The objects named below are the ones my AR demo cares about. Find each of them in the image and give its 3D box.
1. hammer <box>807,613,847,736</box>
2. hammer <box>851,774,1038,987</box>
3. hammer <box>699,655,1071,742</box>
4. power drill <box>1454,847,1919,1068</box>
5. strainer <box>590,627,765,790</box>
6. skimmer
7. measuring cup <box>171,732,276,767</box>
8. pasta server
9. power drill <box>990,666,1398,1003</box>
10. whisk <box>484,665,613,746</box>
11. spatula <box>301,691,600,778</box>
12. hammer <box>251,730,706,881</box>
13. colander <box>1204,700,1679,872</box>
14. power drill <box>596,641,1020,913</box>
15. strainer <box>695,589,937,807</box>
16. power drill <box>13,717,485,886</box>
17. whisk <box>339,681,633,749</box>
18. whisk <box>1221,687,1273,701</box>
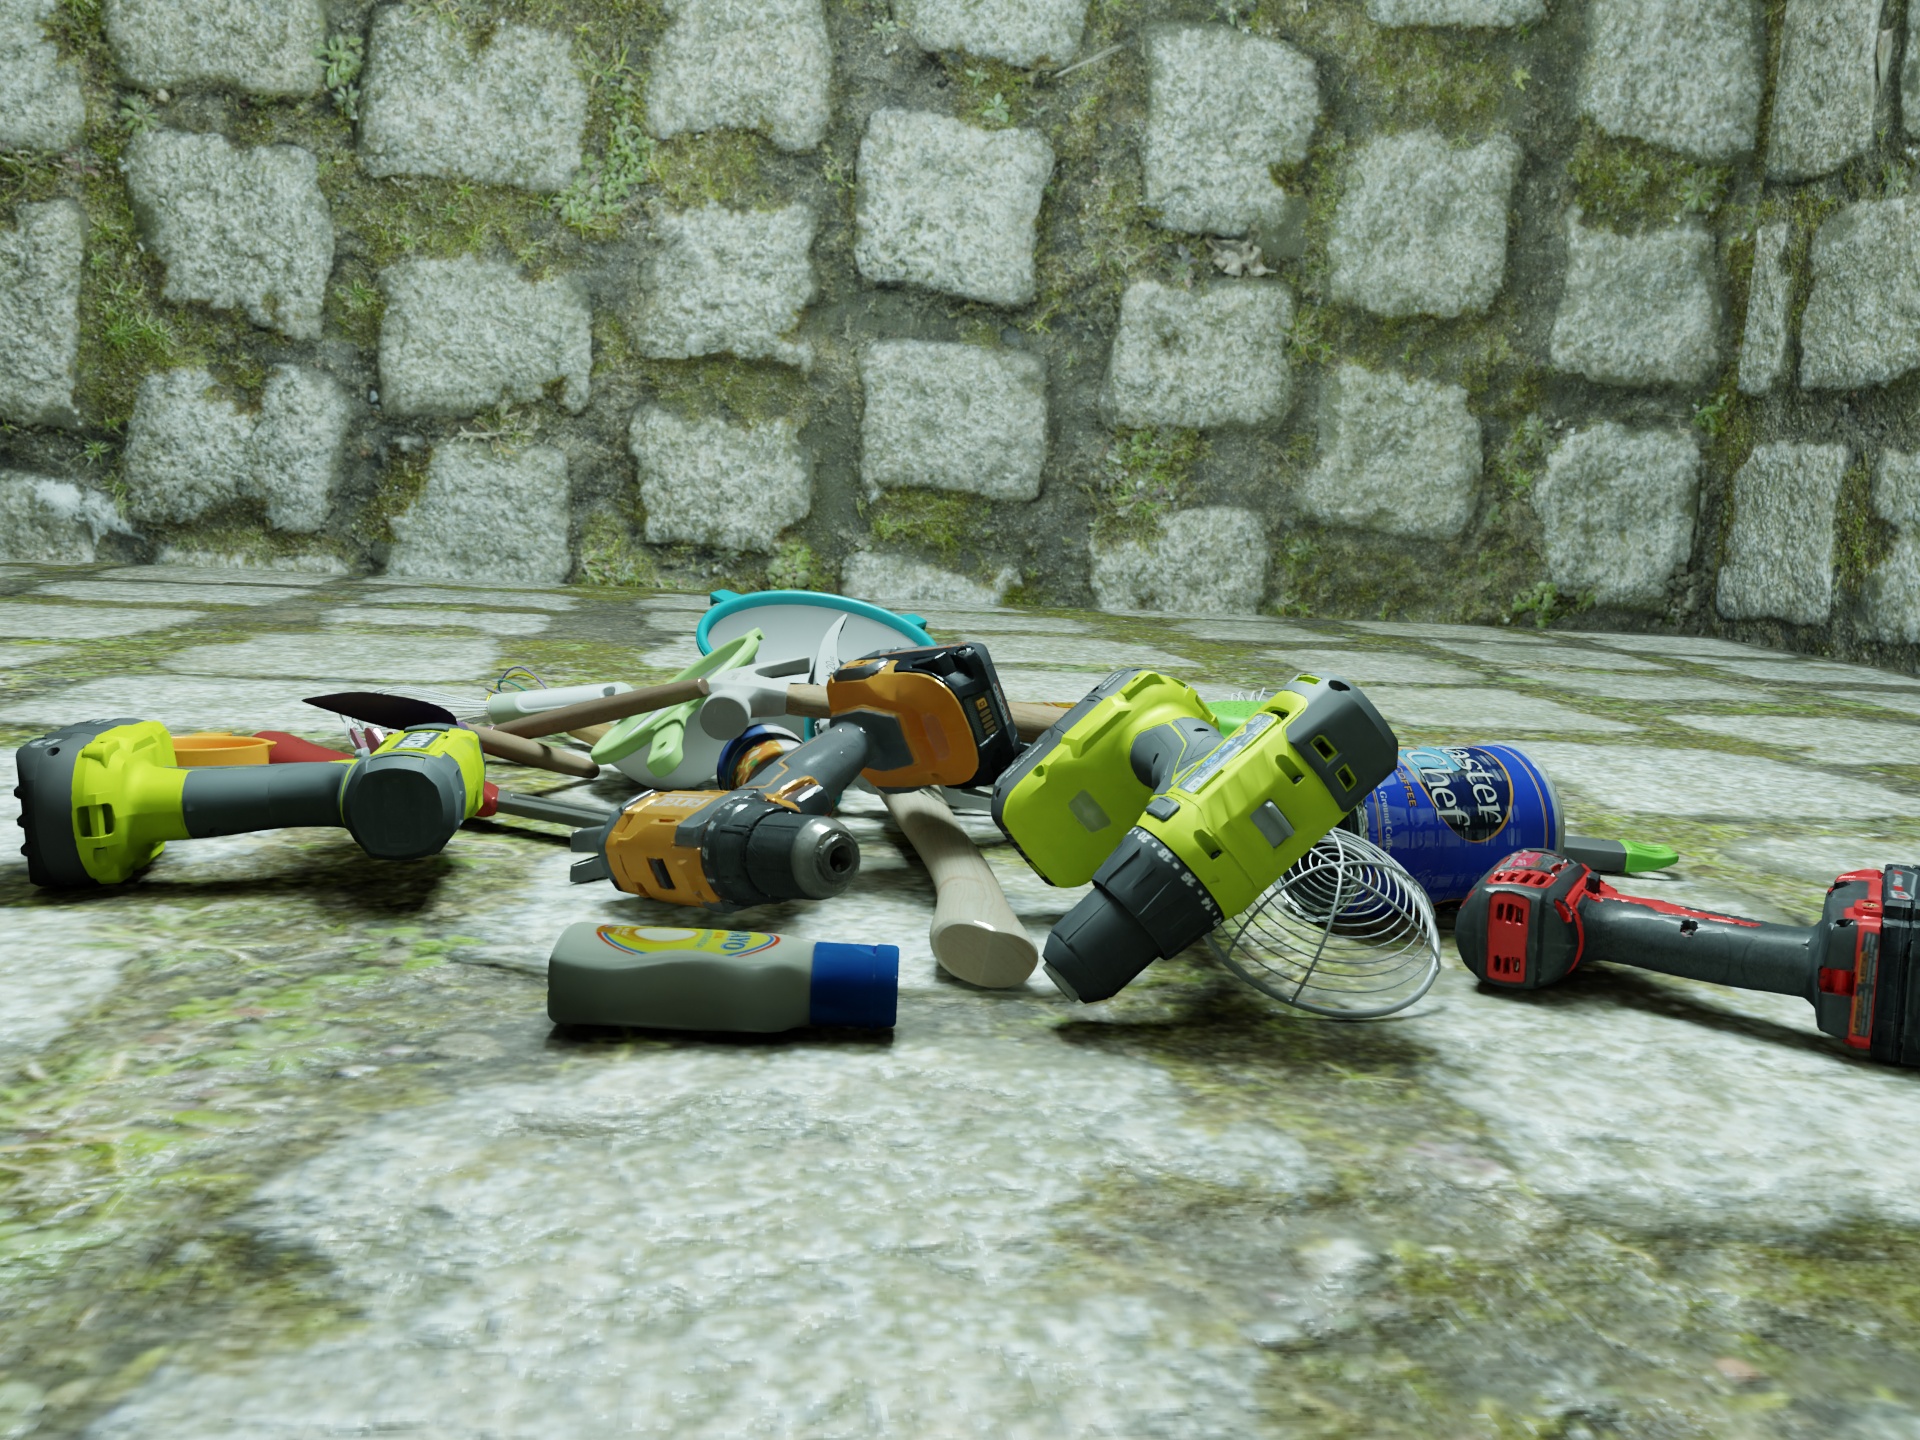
[{"bbox_3d":[0.037,-0.002,1.274,0.334,0.035,0.146,12,34,-19],"label":"hammer"},{"bbox_3d":[0.000,0.078,0.965,0.146,0.038,0.411,10,9,-11],"label":"hammer"},{"bbox_3d":[-0.002,-0.003,1.066,0.331,0.031,0.130,6,15,-3],"label":"hammer"},{"bbox_3d":[0.379,0.108,0.818,0.220,0.078,0.143,5,8,29],"label":"power drill"},{"bbox_3d":[-0.190,0.017,1.134,0.151,0.069,0.256,-35,15,2],"label":"strainer"},{"bbox_3d":[0.131,0.099,0.924,0.127,0.090,0.363,-9,2,-22],"label":"skimmer"},{"bbox_3d":[-0.493,0.036,1.035,0.095,0.052,0.174,0,3,-18],"label":"measuring cup"},{"bbox_3d":[-0.311,-0.002,1.135,0.316,0.040,0.060,-11,0,27],"label":"pasta server"},{"bbox_3d":[0.095,0.050,0.810,0.190,0.080,0.228,-41,14,-7],"label":"power drill"},{"bbox_3d":[-0.344,0.002,1.364,0.047,0.051,0.245,-29,31,-34],"label":"whisk"},{"bbox_3d":[-0.317,0.012,1.058,0.060,0.018,0.315,-7,-11,13],"label":"spatula"},{"bbox_3d":[-0.341,0.049,1.045,0.359,0.036,0.149,8,10,25],"label":"hammer"},{"bbox_3d":[0.298,0.044,1.120,0.397,0.094,0.204,5,9,9],"label":"colander"},{"bbox_3d":[-0.066,0.034,0.881,0.226,0.084,0.185,-32,20,-37],"label":"power drill"},{"bbox_3d":[-0.119,0.004,1.308,0.211,0.095,0.341,7,29,-9],"label":"strainer"},{"bbox_3d":[-0.387,0.038,0.899,0.223,0.080,0.171,-2,9,-8],"label":"power drill"},{"bbox_3d":[-0.372,-0.008,1.245,0.246,0.058,0.059,-5,-30,11],"label":"whisk"},{"bbox_3d":[0.240,0.024,1.382,0.070,0.070,0.284,6,13,15],"label":"whisk"}]
